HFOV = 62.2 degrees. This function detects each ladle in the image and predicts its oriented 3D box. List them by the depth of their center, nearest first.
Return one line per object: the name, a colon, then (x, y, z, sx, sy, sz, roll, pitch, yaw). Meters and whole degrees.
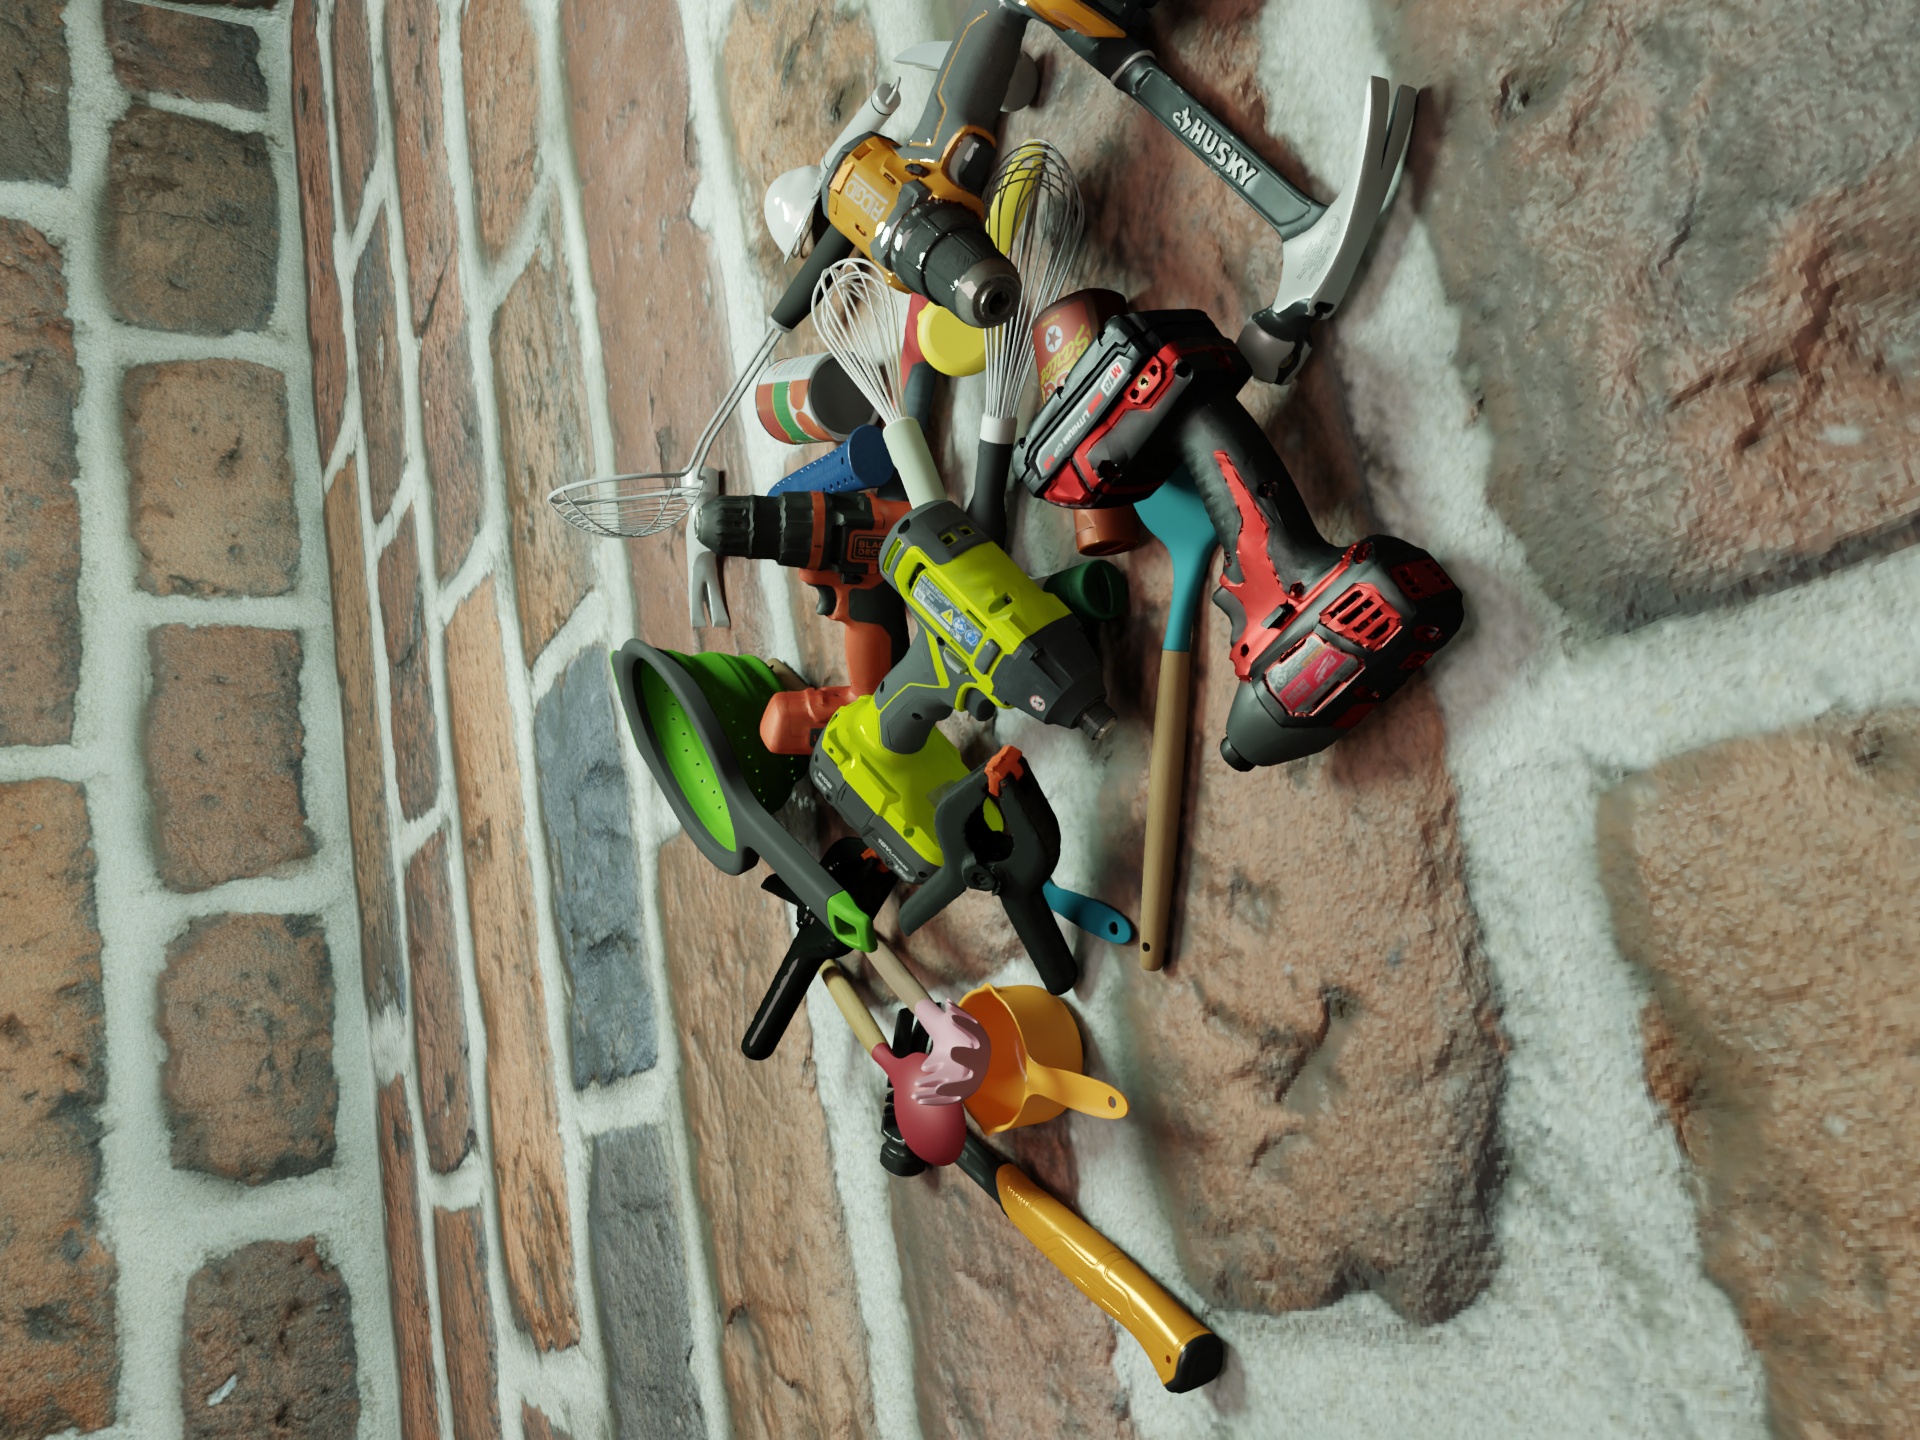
ladle: (-0.061, 0.220, 1.112, 0.316, 0.031, 0.069, -146, 59, -67)

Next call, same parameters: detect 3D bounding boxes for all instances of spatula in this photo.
spatula: (0.110, -0.013, 0.885, 0.082, 0.044, 0.317, 11, 101, 44)

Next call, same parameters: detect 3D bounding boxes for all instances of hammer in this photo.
hammer: (0.107, -0.361, 0.890, 0.409, 0.036, 0.149, 60, 136, 38)
hammer: (0.046, 0.300, 1.000, 0.337, 0.034, 0.127, 27, 114, 54)
hammer: (-0.034, -0.265, 1.107, 0.143, 0.038, 0.386, 37, 121, 52)
hammer: (-0.148, -0.161, 1.248, 0.405, 0.035, 0.144, -6, 86, 64)

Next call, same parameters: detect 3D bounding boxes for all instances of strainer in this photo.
strainer: (-0.097, -0.405, 1.163, 0.258, 0.050, 0.087, -18, 49, 63)

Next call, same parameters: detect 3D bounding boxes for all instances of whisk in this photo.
whisk: (0.028, -0.216, 1.001, 0.070, 0.070, 0.284, 39, 127, 50)
whisk: (-0.043, -0.199, 1.048, 0.059, 0.057, 0.246, -26, 73, 20)

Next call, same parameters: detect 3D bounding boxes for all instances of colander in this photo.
colander: (-0.140, 0.048, 1.208, 0.397, 0.094, 0.204, 37, 145, 46)

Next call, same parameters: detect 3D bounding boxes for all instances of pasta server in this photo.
pasta server: (-0.037, 0.180, 1.051, 0.060, 0.040, 0.316, -69, 19, 2)

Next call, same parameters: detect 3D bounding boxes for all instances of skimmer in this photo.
skimmer: (-0.193, -0.279, 1.245, 0.090, 0.127, 0.363, 46, 113, 17)

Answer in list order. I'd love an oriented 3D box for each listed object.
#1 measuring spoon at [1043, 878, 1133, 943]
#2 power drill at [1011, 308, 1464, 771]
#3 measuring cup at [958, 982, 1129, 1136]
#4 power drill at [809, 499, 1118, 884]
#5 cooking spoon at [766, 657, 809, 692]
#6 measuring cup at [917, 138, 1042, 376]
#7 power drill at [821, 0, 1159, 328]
measuring spoon: (0.060, 0.115, 0.984, 0.129, 0.021, 0.042, 18, 106, 56)
power drill: (0.130, -0.085, 0.786, 0.220, 0.078, 0.143, 54, 131, 18)
measuring cup: (0.061, 0.211, 0.960, 0.174, 0.052, 0.095, 3, 93, 55)
power drill: (-0.002, -0.003, 0.983, 0.171, 0.080, 0.223, 46, 139, 16)
cooking spoon: (-0.079, 0.023, 1.200, 0.319, 0.017, 0.068, 42, 109, 49)
measuring cup: (0.018, -0.294, 1.014, 0.029, 0.062, 0.156, -71, 3, -72)
power drill: (0.020, -0.339, 0.883, 0.226, 0.084, 0.186, -57, 44, 21)
